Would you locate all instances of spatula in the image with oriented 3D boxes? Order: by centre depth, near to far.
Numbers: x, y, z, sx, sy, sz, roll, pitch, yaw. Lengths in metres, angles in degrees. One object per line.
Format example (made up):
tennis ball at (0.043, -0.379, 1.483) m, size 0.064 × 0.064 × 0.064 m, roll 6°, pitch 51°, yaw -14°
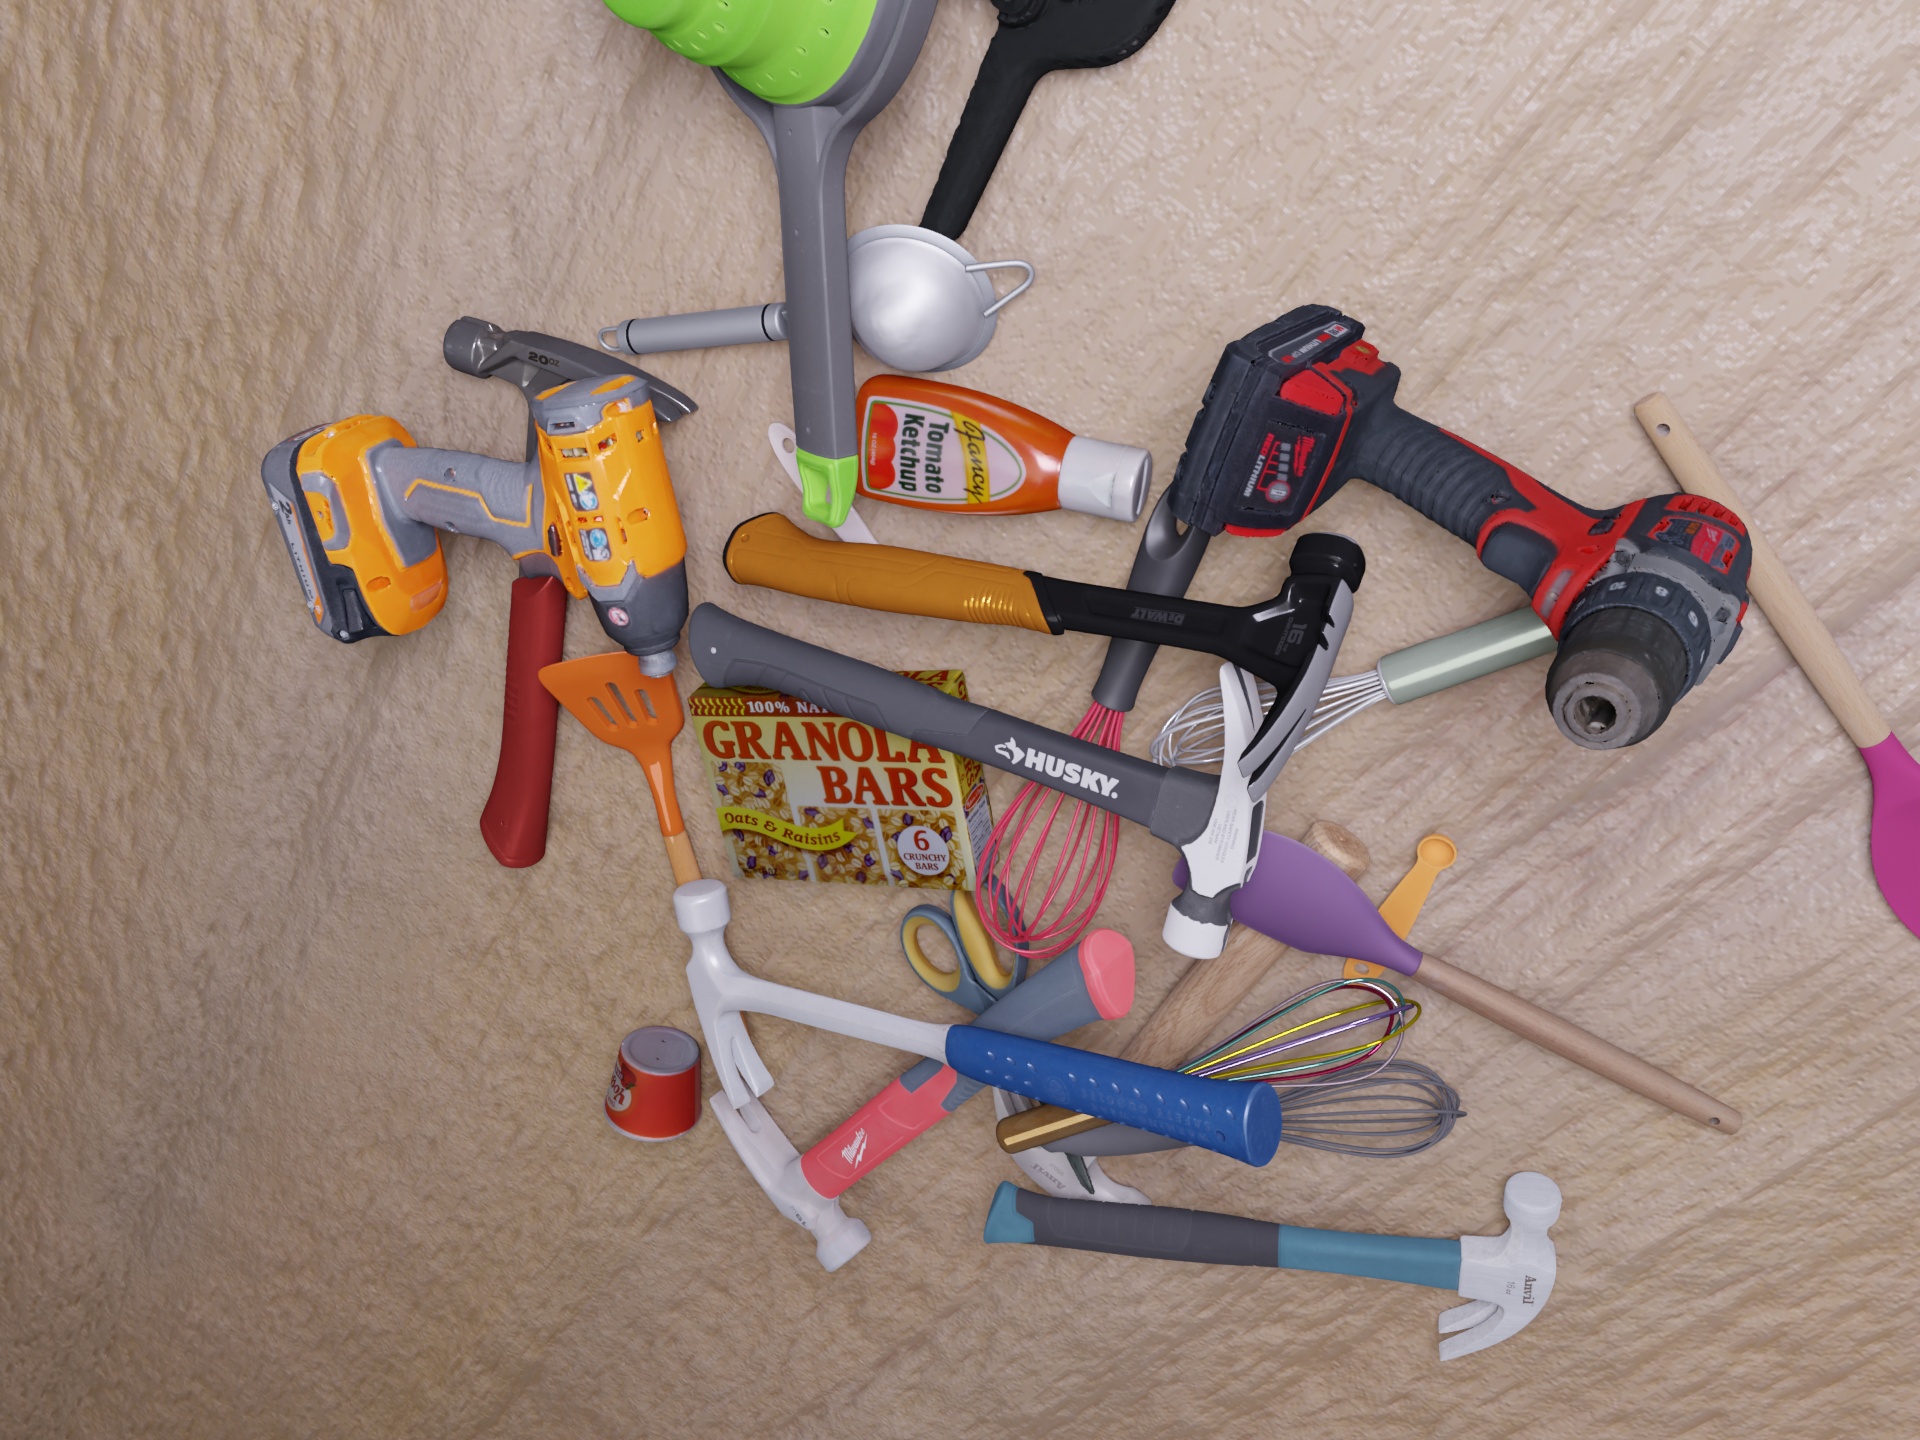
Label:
spatula at (0.259, 0.135, 0.819) m, size 0.316 × 0.018 × 0.059 m, roll 27°, pitch 121°, yaw 1°
spatula at (-0.178, 0.096, 1.010) m, size 0.081 × 0.041 × 0.322 m, roll -8°, pitch 115°, yaw 9°

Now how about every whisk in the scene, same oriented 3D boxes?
whisk at (0.201, -0.017, 0.773) m, size 0.246 × 0.059 × 0.057 m, roll -21°, pitch 142°, yaw 28°
whisk at (0.074, 0.006, 0.836) m, size 0.073 × 0.073 × 0.295 m, roll 25°, pitch 118°, yaw 11°
whisk at (0.132, 0.193, 0.868) m, size 0.245 × 0.047 × 0.051 m, roll -22°, pitch 127°, yaw 14°
whisk at (0.159, 0.225, 0.890) m, size 0.239 × 0.055 × 0.055 m, roll -8°, pitch 113°, yaw 13°

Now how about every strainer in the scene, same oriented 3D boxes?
strainer at (-0.085, -0.200, 0.805) m, size 0.258 × 0.050 × 0.086 m, roll 3°, pitch 141°, yaw 30°

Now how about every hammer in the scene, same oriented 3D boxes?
hammer at (0.017, -0.054, 0.777) m, size 0.337 × 0.127 × 0.034 m, roll 12°, pitch 154°, yaw 30°
hammer at (-0.001, -0.003, 0.824) m, size 0.335 × 0.035 × 0.146 m, roll 20°, pitch 110°, yaw 23°
hammer at (-0.010, 0.184, 0.883) m, size 0.406 × 0.035 × 0.144 m, roll 5°, pitch 110°, yaw 40°
hammer at (0.124, 0.175, 0.918) m, size 0.130 × 0.031 × 0.331 m, roll 35°, pitch 125°, yaw 4°
hammer at (0.174, 0.307, 0.939) m, size 0.331 × 0.033 × 0.128 m, roll 2°, pitch 119°, yaw 15°
hammer at (-0.028, 0.212, 0.963) m, size 0.143 × 0.038 × 0.386 m, roll 51°, pitch 133°, yaw 9°
hammer at (-0.249, -0.055, 0.965) m, size 0.149 × 0.037 × 0.358 m, roll 22°, pitch 123°, yaw 13°

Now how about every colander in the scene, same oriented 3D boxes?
colander at (-0.097, -0.269, 0.683) m, size 0.205 × 0.094 × 0.396 m, roll 27°, pitch 126°, yaw 47°

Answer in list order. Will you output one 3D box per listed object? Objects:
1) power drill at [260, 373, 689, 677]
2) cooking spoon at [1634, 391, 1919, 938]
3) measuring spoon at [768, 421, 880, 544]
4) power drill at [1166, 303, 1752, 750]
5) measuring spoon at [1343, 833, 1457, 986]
power drill at (-0.255, -0.098, 0.877) m, size 0.226 × 0.084 × 0.164 m, roll -1°, pitch 115°, yaw 21°
cooking spoon at (0.389, -0.013, 0.700) m, size 0.069 × 0.017 × 0.319 m, roll -30°, pitch 101°, yaw 43°
measuring spoon at (-0.061, -0.113, 0.862) m, size 0.034 × 0.018 × 0.124 m, roll -39°, pitch 89°, yaw 35°
power drill at (0.201, -0.077, 0.645) m, size 0.227 × 0.188 × 0.080 m, roll 31°, pitch 127°, yaw 18°
measuring spoon at (0.231, 0.102, 0.843) m, size 0.021 × 0.011 × 0.116 m, roll 27°, pitch 128°, yaw 9°
